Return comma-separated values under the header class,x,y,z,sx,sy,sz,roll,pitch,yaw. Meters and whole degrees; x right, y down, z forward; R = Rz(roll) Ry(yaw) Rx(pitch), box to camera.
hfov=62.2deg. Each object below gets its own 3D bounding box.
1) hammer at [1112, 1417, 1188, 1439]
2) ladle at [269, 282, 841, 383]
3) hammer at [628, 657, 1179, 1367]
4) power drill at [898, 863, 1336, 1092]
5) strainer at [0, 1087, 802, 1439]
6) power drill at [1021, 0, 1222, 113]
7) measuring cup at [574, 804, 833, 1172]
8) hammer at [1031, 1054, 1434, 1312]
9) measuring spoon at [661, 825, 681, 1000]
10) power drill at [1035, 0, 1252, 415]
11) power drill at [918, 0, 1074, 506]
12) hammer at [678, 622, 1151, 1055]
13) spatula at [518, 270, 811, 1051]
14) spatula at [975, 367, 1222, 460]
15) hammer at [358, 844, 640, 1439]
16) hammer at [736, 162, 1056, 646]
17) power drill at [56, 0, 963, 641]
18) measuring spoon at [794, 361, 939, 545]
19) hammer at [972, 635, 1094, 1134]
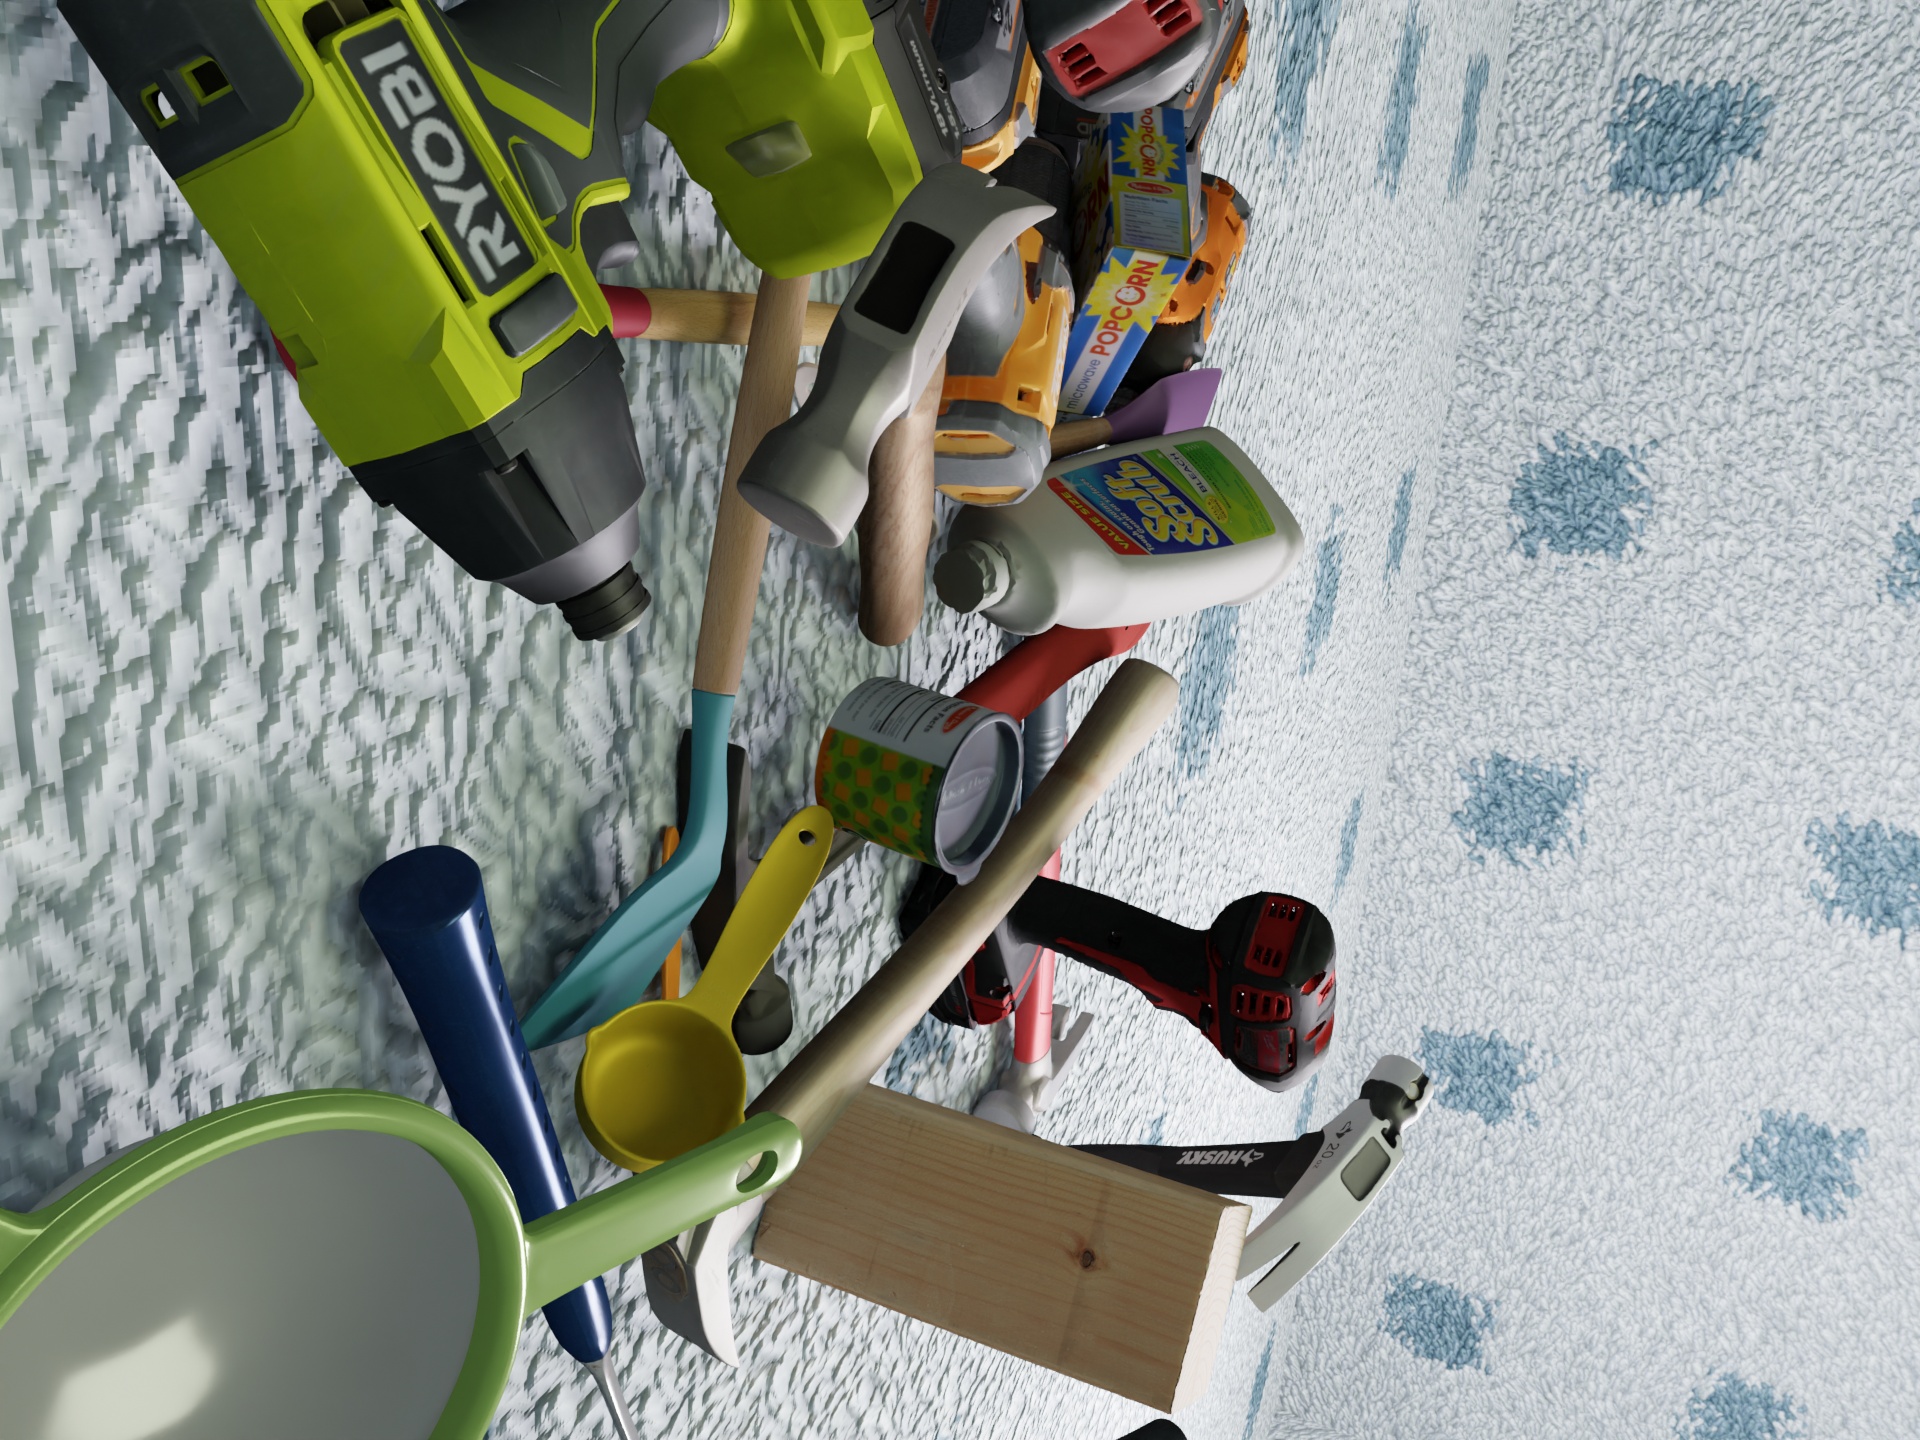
class,x,y,z,sx,sy,sz,roll,pitch,yaw
hammer,-0.077,0.290,0.516,0.408,0.036,0.149,2,99,-38
ladle,-0.094,-0.131,0.519,0.315,0.031,0.069,-28,123,-65
hammer,-0.003,0.102,0.731,0.411,0.038,0.146,-46,149,-41
power drill,0.088,0.131,0.839,0.143,0.220,0.079,76,34,-48
strainer,-0.151,0.142,0.416,0.256,0.069,0.151,-11,113,-51
power drill,0.003,-0.310,0.464,0.226,0.080,0.188,40,39,-39
measuring cup,-0.086,0.094,0.578,0.029,0.062,0.157,-50,-171,51
hammer,0.110,0.261,0.911,0.146,0.335,0.035,-43,100,-33
measuring spoon,-0.115,0.096,0.609,0.021,0.011,0.117,-65,159,-76
power drill,0.103,-0.275,0.856,0.226,0.084,0.164,64,44,-62
power drill,0.006,-0.222,0.637,0.226,0.084,0.185,69,28,-59
hammer,-0.001,-0.002,0.746,0.359,0.037,0.149,-39,138,-47
spatula,-0.090,-0.038,0.543,0.082,0.044,0.317,0,102,-70
spatula,0.058,-0.145,0.822,0.316,0.018,0.059,-23,138,-52
hammer,-0.123,0.221,0.544,0.035,0.144,0.405,-18,122,-15
hammer,-0.021,-0.081,0.554,0.130,0.031,0.331,-62,178,-10
power drill,-0.086,-0.140,0.405,0.171,0.080,0.223,63,37,-28
measuring spoon,-0.041,-0.111,0.662,0.124,0.034,0.018,57,27,-55
hammer,0.054,0.070,0.971,0.143,0.038,0.386,-45,141,-56
